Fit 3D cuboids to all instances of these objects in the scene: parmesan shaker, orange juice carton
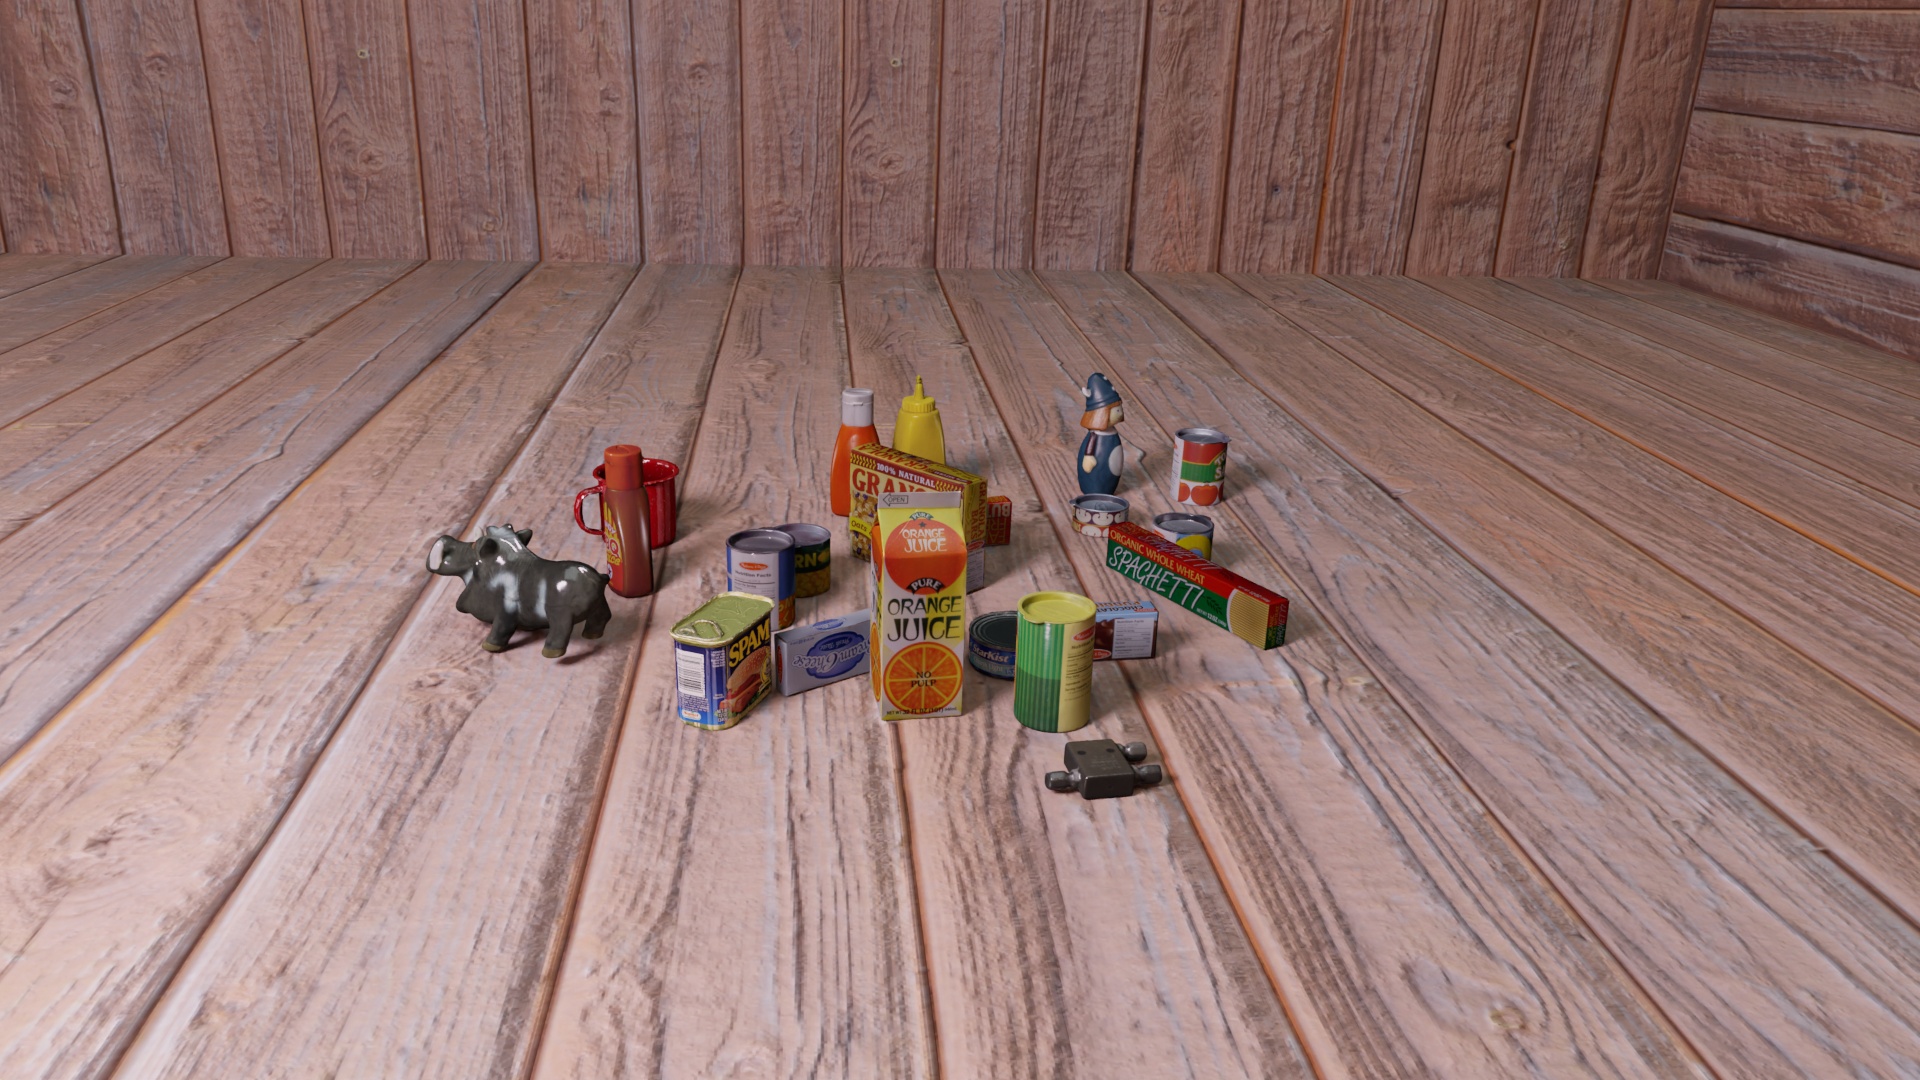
[{"bbox_3d":[0.077,0.103,1.170,0.071,0.102,0.071,2,20,-1],"label":"parmesan shaker"},{"bbox_3d":[-0.036,0.049,1.174,0.072,0.191,0.073,-2,21,-11],"label":"orange juice carton"}]

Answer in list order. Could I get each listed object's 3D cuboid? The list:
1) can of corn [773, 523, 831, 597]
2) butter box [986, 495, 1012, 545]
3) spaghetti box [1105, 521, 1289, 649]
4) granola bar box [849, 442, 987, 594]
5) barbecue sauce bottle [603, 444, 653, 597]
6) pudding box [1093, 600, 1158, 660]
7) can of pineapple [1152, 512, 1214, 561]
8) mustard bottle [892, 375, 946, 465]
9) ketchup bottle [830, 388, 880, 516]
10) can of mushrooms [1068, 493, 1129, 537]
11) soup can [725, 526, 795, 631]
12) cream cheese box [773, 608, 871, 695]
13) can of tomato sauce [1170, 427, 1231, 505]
[{"bbox_3d":[-0.166,0.021,1.425,0.071,0.058,0.071,2,21,-1],"label":"can of corn"},{"bbox_3d":[0.006,-0.020,1.555,0.104,0.053,0.024,-5,22,-18],"label":"butter box"},{"bbox_3d":[0.235,0.042,1.420,0.029,0.050,0.250,-11,24,-31],"label":"spaghetti box"},{"bbox_3d":[-0.047,-0.024,1.462,0.165,0.123,0.039,19,26,38],"label":"granola bar box"},{"bbox_3d":[-0.334,-0.021,1.393,0.044,0.148,0.065,-10,24,-29],"label":"barbecue sauce bottle"},{"bbox_3d":[0.141,0.084,1.300,0.084,0.049,0.030,-2,21,-10],"label":"pudding box"},{"bbox_3d":[0.240,0.007,1.501,0.071,0.057,0.071,2,21,-1],"label":"can of pineapple"},{"bbox_3d":[-0.050,-0.122,1.671,0.065,0.159,0.049,-8,22,-25],"label":"mustard bottle"},{"bbox_3d":[-0.120,-0.102,1.627,0.065,0.148,0.044,1,20,-4],"label":"ketchup bottle"},{"bbox_3d":[0.161,-0.030,1.625,0.071,0.033,0.071,2,21,-1],"label":"can of mushrooms"},{"bbox_3d":[-0.192,0.037,1.344,0.071,0.083,0.071,2,20,-1],"label":"soup can"},{"bbox_3d":[-0.116,0.098,1.233,0.104,0.053,0.024,-14,26,-36],"label":"cream cheese box"},{"bbox_3d":[0.299,-0.092,1.731,0.071,0.082,0.071,2,21,-1],"label":"can of tomato sauce"}]
